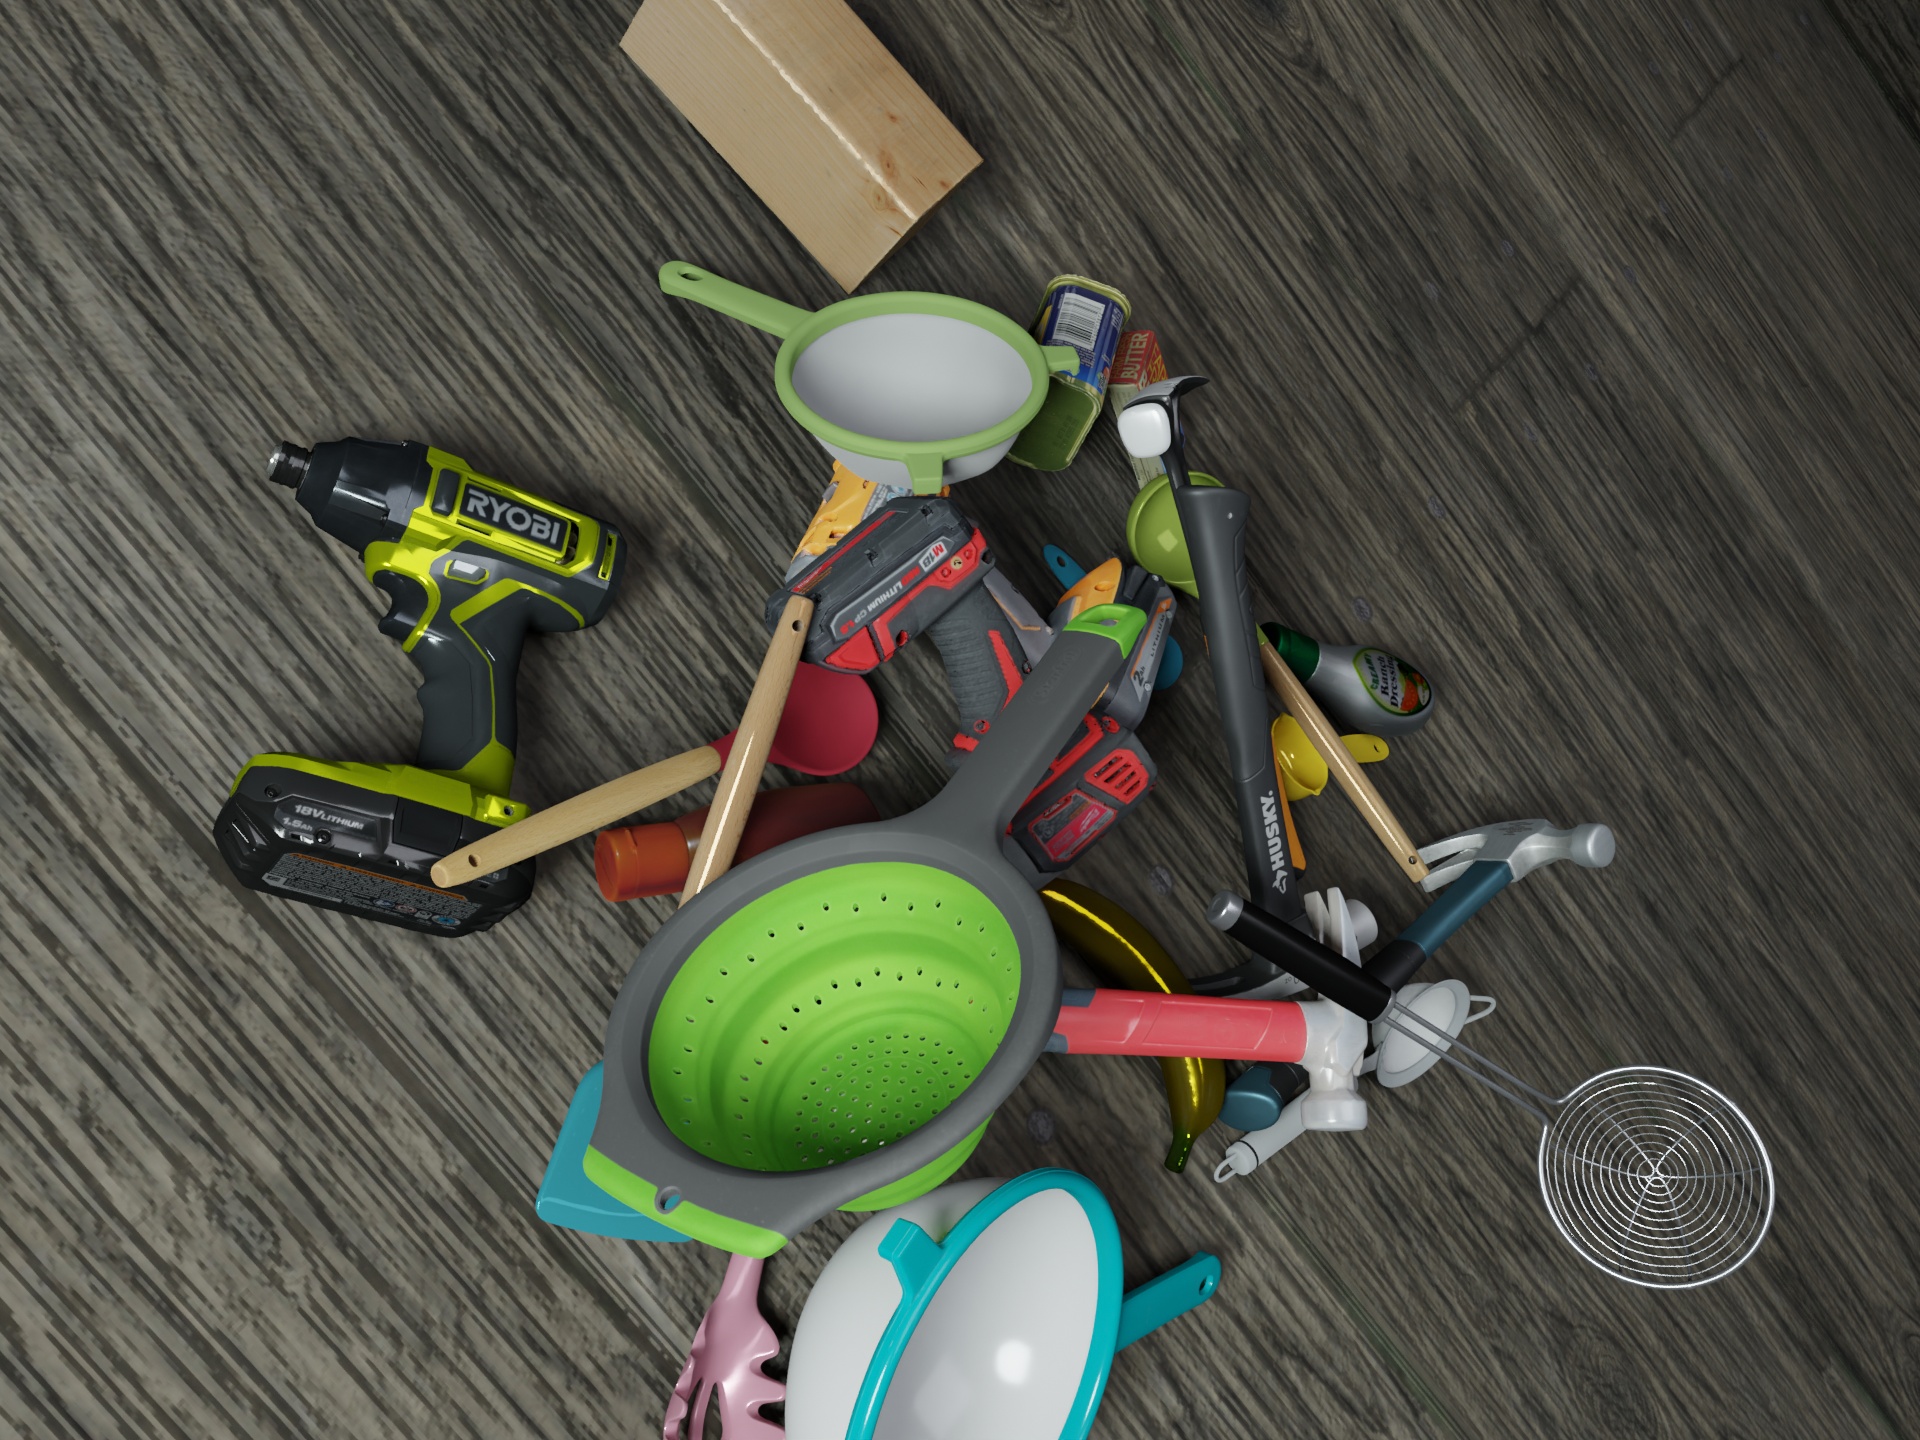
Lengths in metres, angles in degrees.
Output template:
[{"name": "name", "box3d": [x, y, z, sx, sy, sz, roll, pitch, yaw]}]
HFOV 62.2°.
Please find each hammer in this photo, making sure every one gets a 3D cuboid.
[{"name": "hammer", "box3d": [0.286, 0.159, 1.040, 0.331, 0.128, 0.033, -34, 105, -29]}, {"name": "hammer", "box3d": [0.169, -0.052, 1.016, 0.127, 0.034, 0.336, -49, 125, -61]}, {"name": "hammer", "box3d": [0.064, 0.149, 0.873, 0.386, 0.038, 0.143, 8, 71, -26]}, {"name": "hammer", "box3d": [0.172, 0.018, 0.965, 0.146, 0.035, 0.334, -23, 111, -26]}]

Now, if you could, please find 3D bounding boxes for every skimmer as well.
[{"name": "skimmer", "box3d": [0.300, 0.201, 0.909, 0.363, 0.090, 0.127, 32, 92, -13]}]

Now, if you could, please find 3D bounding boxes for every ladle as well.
[{"name": "ladle", "box3d": [-0.139, 0.027, 0.790, 0.315, 0.031, 0.069, -26, 88, -57]}, {"name": "ladle", "box3d": [0.217, -0.029, 1.062, 0.078, 0.062, 0.320, -33, 81, -2]}]

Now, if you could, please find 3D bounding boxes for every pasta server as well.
[{"name": "pasta server", "box3d": [-0.090, 0.220, 0.793, 0.060, 0.040, 0.316, 32, 55, -30]}]

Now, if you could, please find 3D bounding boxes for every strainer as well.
[{"name": "strainer", "box3d": [-0.071, -0.195, 0.913, 0.256, 0.069, 0.151, 27, 51, 22]}, {"name": "strainer", "box3d": [0.250, 0.227, 1.024, 0.258, 0.050, 0.086, -24, 130, -33]}, {"name": "strainer", "box3d": [0.020, 0.305, 0.805, 0.340, 0.095, 0.211, 5, 96, -55]}]

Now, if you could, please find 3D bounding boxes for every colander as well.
[{"name": "colander", "box3d": [-0.005, 0.095, 0.758, 0.397, 0.205, 0.094, -52, 139, -34]}]

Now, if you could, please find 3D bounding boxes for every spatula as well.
[{"name": "spatula", "box3d": [-0.123, 0.091, 0.773, 0.082, 0.044, 0.317, 18, 90, -26]}]

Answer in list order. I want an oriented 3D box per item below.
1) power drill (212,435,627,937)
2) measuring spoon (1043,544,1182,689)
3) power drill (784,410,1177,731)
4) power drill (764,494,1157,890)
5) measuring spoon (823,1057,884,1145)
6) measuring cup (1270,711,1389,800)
[{"name": "power drill", "box3d": [-0.260, -0.024, 0.751, 0.171, 0.080, 0.223, 20, 57, -28]}, {"name": "measuring spoon", "box3d": [0.104, -0.073, 1.053, 0.128, 0.021, 0.042, 45, 53, -14]}, {"name": "power drill", "box3d": [0.020, -0.100, 0.974, 0.226, 0.084, 0.185, 31, 55, -16]}, {"name": "power drill", "box3d": [-0.001, -0.003, 0.867, 0.143, 0.079, 0.219, -41, 109, -10]}, {"name": "measuring spoon", "box3d": [-0.047, 0.231, 0.836, 0.034, 0.018, 0.124, -18, 75, -35]}, {"name": "measuring cup", "box3d": [0.255, 0.027, 1.123, 0.156, 0.029, 0.062, -2, 66, -48]}]
